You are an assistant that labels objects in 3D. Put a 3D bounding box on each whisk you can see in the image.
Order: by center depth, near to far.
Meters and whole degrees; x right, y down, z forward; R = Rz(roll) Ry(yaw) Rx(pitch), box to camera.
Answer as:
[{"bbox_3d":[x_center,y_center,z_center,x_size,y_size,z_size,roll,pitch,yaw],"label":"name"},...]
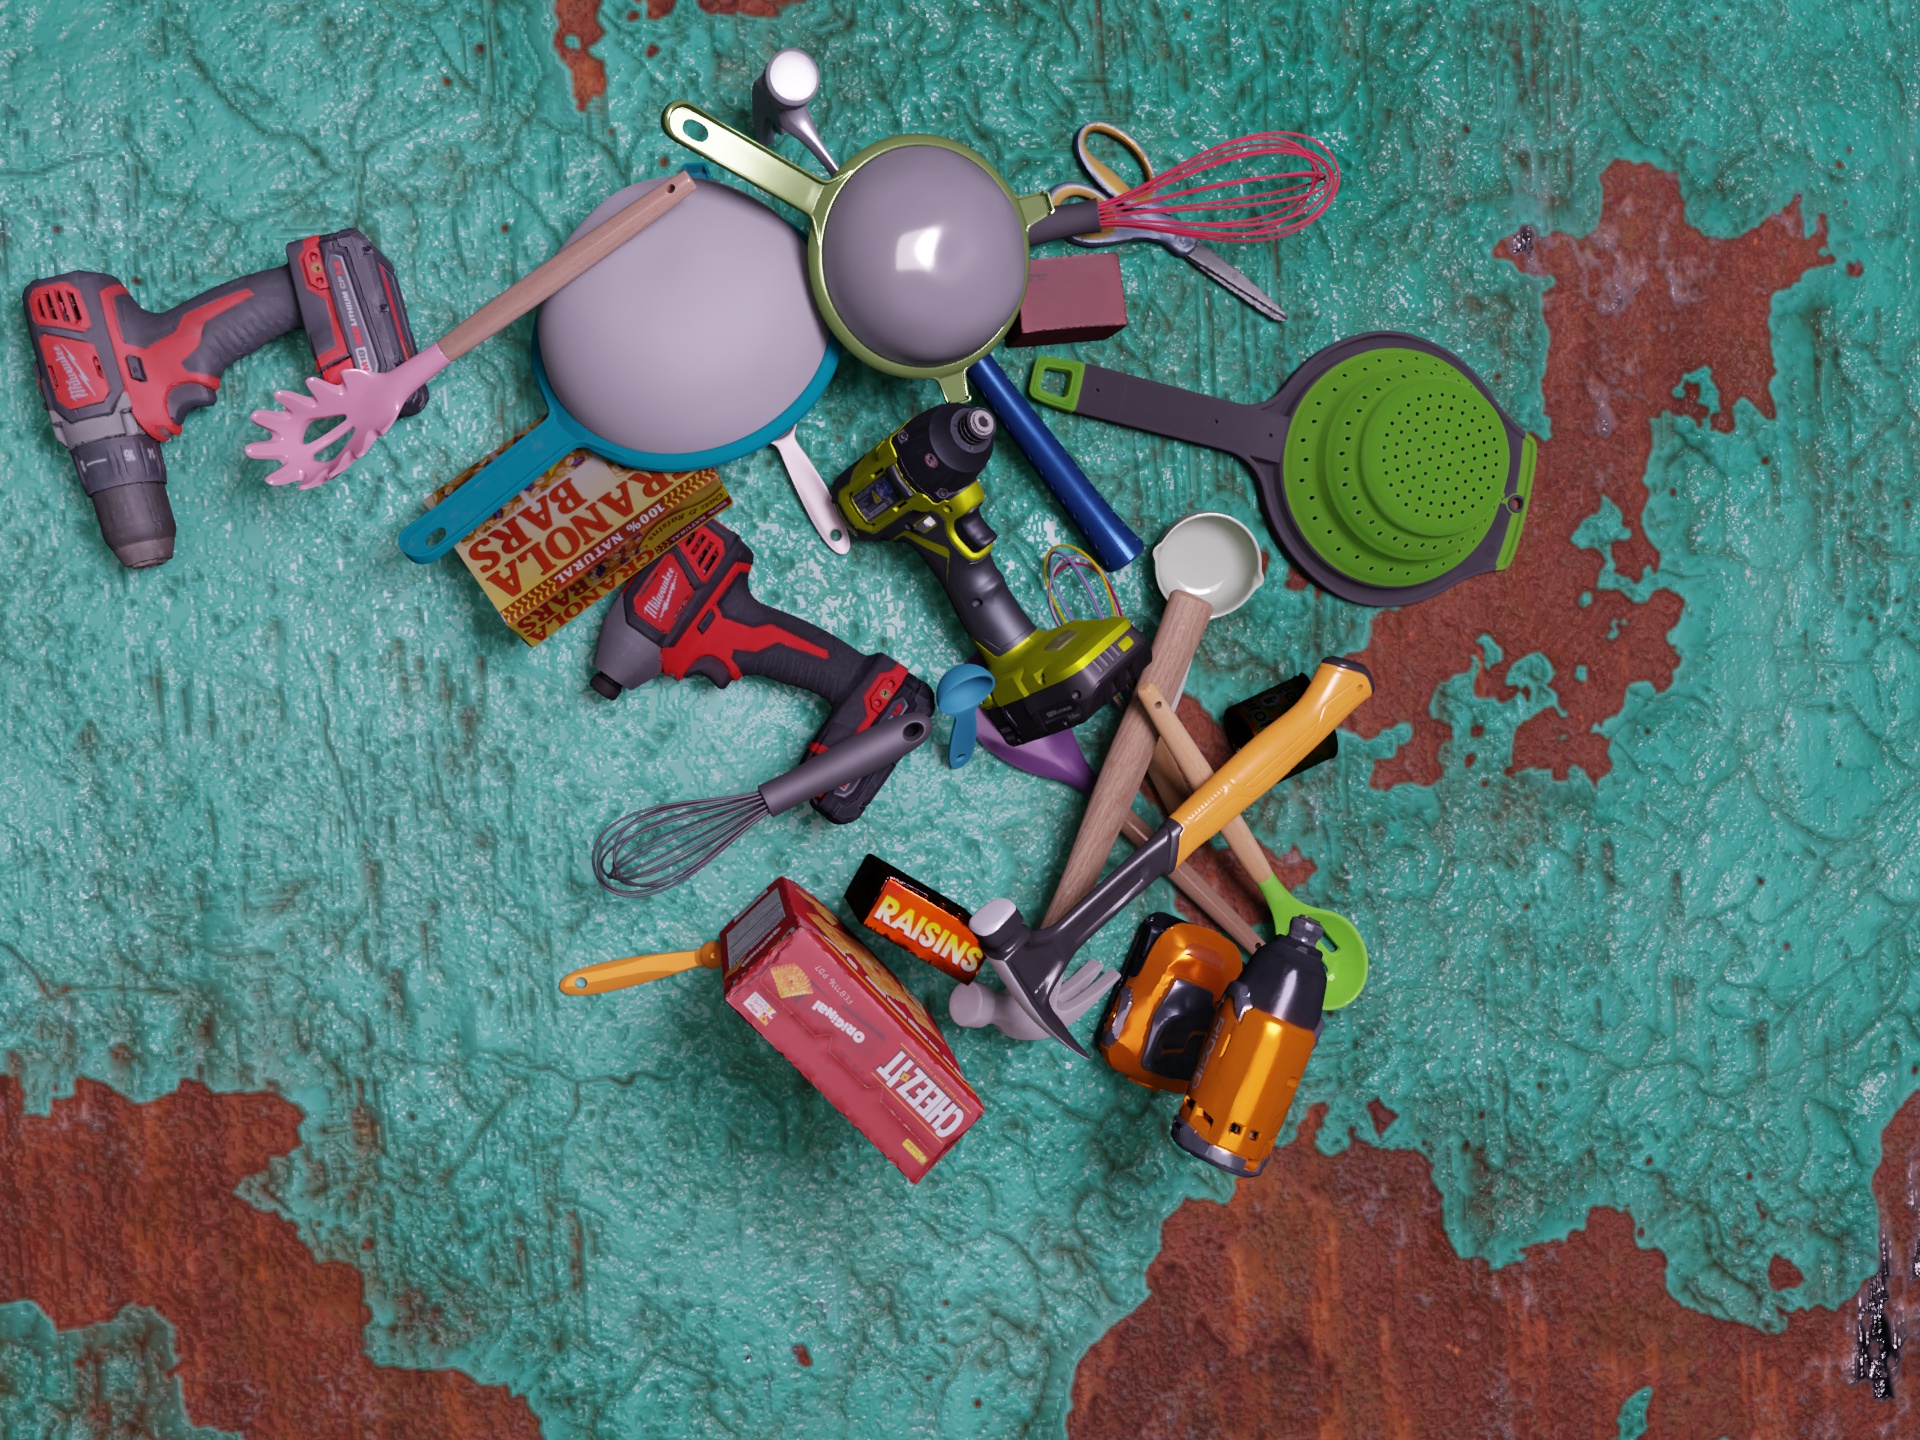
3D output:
[{"bbox_3d":[-0.127,0.049,1.033,0.239,0.055,0.055,-25,96,-9],"label":"whisk"},{"bbox_3d":[0.115,-0.355,1.107,0.296,0.073,0.073,-8,94,5],"label":"whisk"},{"bbox_3d":[0.122,-0.016,1.144,0.047,0.051,0.245,-23,102,18],"label":"whisk"}]

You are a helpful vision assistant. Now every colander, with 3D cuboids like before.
[{"bbox_3d":[0.247,-0.203,1.135,0.397,0.094,0.204,12,90,-10],"label":"colander"}]

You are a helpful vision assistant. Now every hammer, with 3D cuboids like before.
[{"bbox_3d":[0.160,0.076,1.073,0.337,0.034,0.127,-40,116,-16],"label":"hammer"},{"bbox_3d":[-0.006,-0.268,1.091,0.035,0.144,0.405,-40,107,-4],"label":"hammer"},{"bbox_3d":[0.102,0.068,1.110,0.130,0.031,0.331,19,95,-44],"label":"hammer"}]

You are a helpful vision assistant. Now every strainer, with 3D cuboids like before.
[{"bbox_3d":[-0.059,-0.307,0.966,0.256,0.069,0.151,23,94,-26],"label":"strainer"},{"bbox_3d":[-0.229,-0.230,1.004,0.340,0.095,0.211,-43,72,-13],"label":"strainer"}]

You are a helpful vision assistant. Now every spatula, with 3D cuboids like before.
[{"bbox_3d":[0.114,0.069,1.162,0.316,0.018,0.060,43,80,-8],"label":"spatula"}]

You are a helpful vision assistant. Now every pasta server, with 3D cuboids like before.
[{"bbox_3d":[-0.295,-0.240,0.967,0.316,0.040,0.060,-33,94,6],"label":"pasta server"}]

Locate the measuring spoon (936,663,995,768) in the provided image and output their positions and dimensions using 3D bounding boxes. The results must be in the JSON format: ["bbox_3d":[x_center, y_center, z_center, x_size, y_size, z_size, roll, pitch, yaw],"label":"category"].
[{"bbox_3d":[-0.002,-0.004,1.097,0.042,0.128,0.021,-23,65,-15],"label":"measuring spoon"}]

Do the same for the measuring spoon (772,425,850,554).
[{"bbox_3d":[-0.111,-0.172,1.119,0.034,0.018,0.124,-30,104,-7],"label":"measuring spoon"}]

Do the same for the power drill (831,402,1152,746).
[{"bbox_3d":[0.021,-0.101,1.060,0.080,0.171,0.223,-41,100,-29],"label":"power drill"}]

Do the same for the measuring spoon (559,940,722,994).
[{"bbox_3d":[-0.222,0.175,1.112,0.117,0.011,0.021,-11,94,-9],"label":"measuring spoon"}]

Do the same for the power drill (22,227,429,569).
[{"bbox_3d":[-0.468,-0.210,1.025,0.226,0.080,0.188,-14,95,-6],"label":"power drill"}]

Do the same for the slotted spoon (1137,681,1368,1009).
[{"bbox_3d":[0.206,0.091,1.134,0.070,0.031,0.313,-39,116,-7],"label":"slotted spoon"}]

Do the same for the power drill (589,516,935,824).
[{"bbox_3d":[-0.139,-0.029,1.089,0.219,0.078,0.143,36,86,-6],"label":"power drill"}]

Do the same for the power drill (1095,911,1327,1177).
[{"bbox_3d":[0.174,0.196,1.071,0.084,0.226,0.164,23,88,-10],"label":"power drill"}]

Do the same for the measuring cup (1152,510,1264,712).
[{"bbox_3d":[0.165,-0.073,1.162,0.083,0.038,0.167,15,107,-4],"label":"measuring cup"}]
